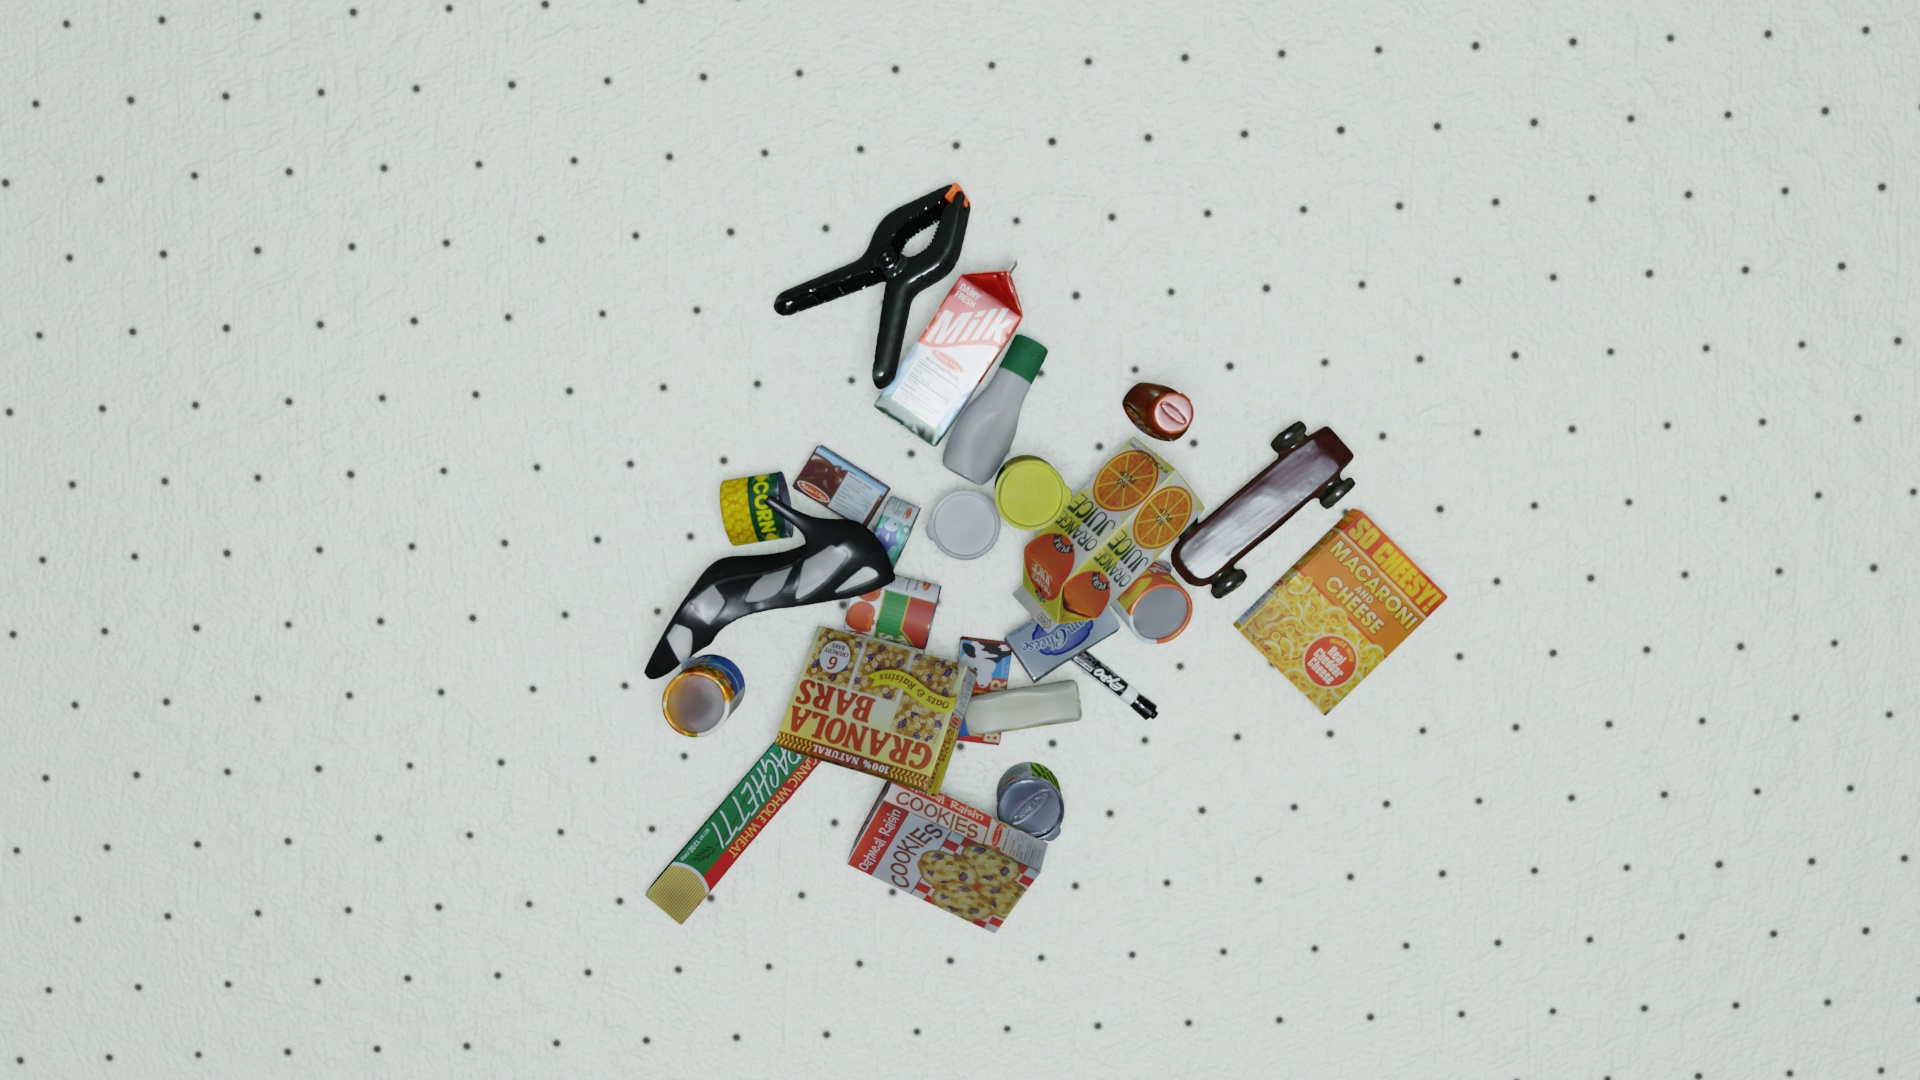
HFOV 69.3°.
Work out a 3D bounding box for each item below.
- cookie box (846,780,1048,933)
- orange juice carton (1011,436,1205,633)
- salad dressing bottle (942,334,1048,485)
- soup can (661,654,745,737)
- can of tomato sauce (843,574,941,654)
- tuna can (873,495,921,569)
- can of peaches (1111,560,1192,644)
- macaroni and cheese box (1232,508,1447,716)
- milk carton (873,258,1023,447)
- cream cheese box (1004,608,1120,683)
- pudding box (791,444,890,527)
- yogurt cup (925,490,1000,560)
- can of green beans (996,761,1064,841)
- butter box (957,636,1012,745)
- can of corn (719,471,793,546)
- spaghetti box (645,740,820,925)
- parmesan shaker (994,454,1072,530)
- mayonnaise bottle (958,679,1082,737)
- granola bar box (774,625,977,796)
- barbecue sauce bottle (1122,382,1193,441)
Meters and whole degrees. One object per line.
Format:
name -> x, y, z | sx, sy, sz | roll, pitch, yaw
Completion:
cookie box -> -0.015, 0.307, 1.363 | 0.167, 0.040, 0.122 | 26, 131, -2
orange juice carton -> 0.133, 0.002, 1.329 | 0.192, 0.072, 0.073 | -45, 134, 1
salad dressing bottle -> 0.036, -0.127, 1.346 | 0.044, 0.064, 0.147 | 27, 88, 42
soup can -> -0.253, 0.150, 1.359 | 0.071, 0.084, 0.071 | 0, 95, 1
can of tomato sauce -> -0.067, 0.068, 1.358 | 0.083, 0.071, 0.071 | 14, 96, 0
tuna can -> -0.067, -0.006, 1.353 | 0.033, 0.071, 0.071 | 24, 95, -1
can of peaches -> 0.187, 0.058, 1.349 | 0.071, 0.058, 0.071 | -5, 113, -12
macaroni and cheese box -> 0.372, 0.069, 1.368 | 0.123, 0.040, 0.166 | 45, 95, -3
milk carton -> 0.000, -0.188, 1.332 | 0.073, 0.072, 0.190 | 34, 96, -3
cream cheese box -> 0.100, 0.091, 1.363 | 0.104, 0.024, 0.053 | -31, 79, -10
pudding box -> -0.116, -0.053, 1.366 | 0.084, 0.030, 0.049 | 31, 96, -2
yogurt cup -> 0.005, -0.017, 1.356 | 0.072, 0.054, 0.072 | 0, 96, 0
can of green beans -> 0.069, 0.259, 1.379 | 0.071, 0.058, 0.071 | 0, 95, 1
butter box -> 0.020, 0.150, 1.386 | 0.053, 0.024, 0.103 | 6, 95, 0
can of corn -> -0.198, -0.031, 1.348 | 0.058, 0.071, 0.071 | -9, 95, 2
spaghetti box -> -0.219, 0.277, 1.397 | 0.050, 0.029, 0.250 | 40, 94, -2
parmesan shaker -> 0.068, -0.047, 1.328 | 0.071, 0.103, 0.071 | 0, 96, 1
mayonnaise bottle -> 0.042, 0.165, 1.344 | 0.148, 0.065, 0.041 | -10, 87, 5
granola bar box -> -0.080, 0.162, 1.331 | 0.165, 0.039, 0.124 | 13, 74, 24
barbecue sauce bottle -> 0.189, -0.120, 1.298 | 0.065, 0.148, 0.043 | 40, 94, -3
